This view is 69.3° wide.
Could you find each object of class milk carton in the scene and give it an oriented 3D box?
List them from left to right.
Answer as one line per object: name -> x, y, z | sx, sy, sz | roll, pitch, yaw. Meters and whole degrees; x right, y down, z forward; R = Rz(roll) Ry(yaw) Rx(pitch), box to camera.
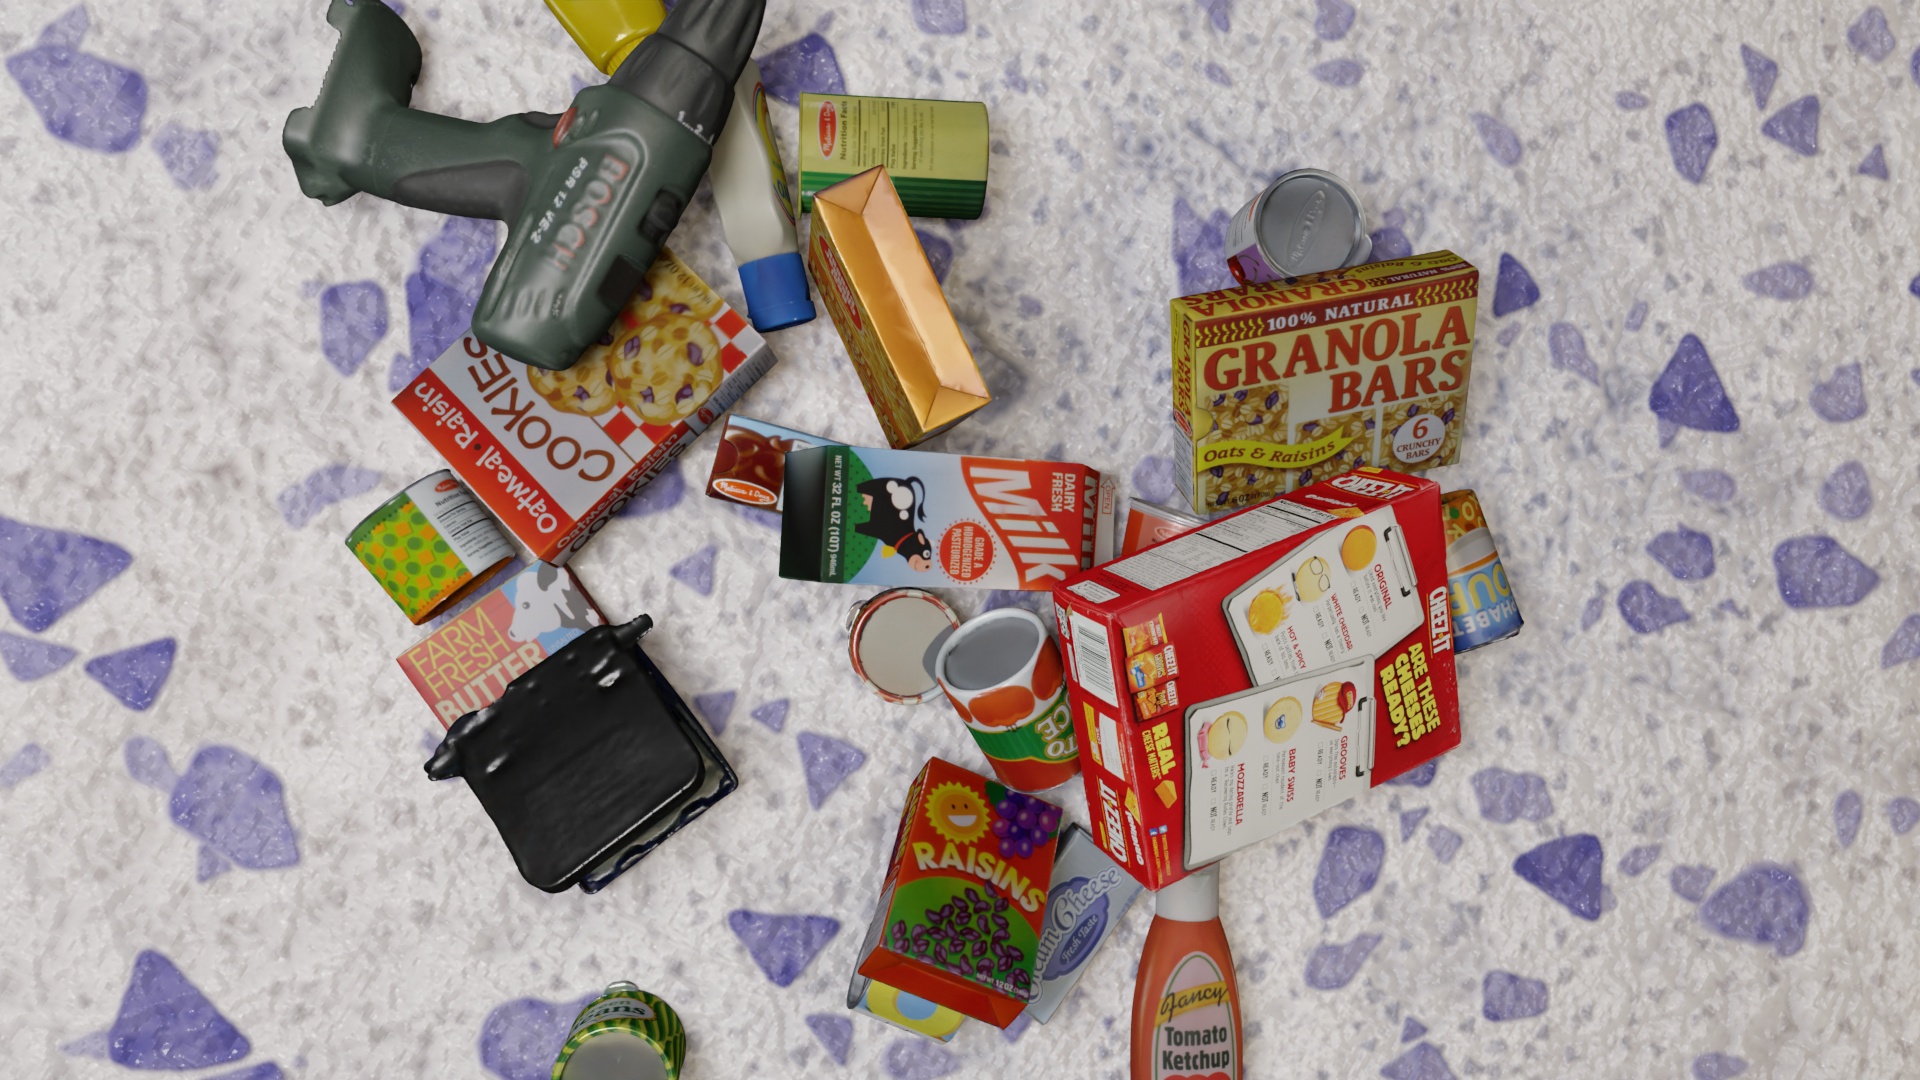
milk carton -> 0.003, -0.010, 0.762 | 0.191, 0.073, 0.072 | 4, 89, -25

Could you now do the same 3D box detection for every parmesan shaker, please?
parmesan shaker -> -0.039, -0.212, 0.778 | 0.103, 0.071, 0.071 | 1, 89, -7

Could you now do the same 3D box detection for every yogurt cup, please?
yogurt cup -> 0.122, 0.011, 0.796 | 0.072, 0.072, 0.054 | 17, 96, -6

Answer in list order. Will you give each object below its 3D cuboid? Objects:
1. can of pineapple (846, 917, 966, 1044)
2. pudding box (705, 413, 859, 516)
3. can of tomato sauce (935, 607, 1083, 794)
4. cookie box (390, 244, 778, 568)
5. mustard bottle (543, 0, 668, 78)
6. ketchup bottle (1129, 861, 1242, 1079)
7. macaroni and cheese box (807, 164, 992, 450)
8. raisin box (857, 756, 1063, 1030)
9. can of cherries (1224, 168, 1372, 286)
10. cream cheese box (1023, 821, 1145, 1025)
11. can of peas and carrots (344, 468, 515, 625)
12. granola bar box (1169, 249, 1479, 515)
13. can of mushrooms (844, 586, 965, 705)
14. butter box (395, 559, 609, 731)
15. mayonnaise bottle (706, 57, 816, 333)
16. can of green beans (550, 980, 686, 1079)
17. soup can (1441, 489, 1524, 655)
can of pineapple -> -0.024, 0.237, 0.772 | 0.058, 0.071, 0.071 | 24, 87, -7
pudding box -> -0.097, -0.038, 0.786 | 0.084, 0.030, 0.049 | 14, 89, -6
can of tomato sauce -> 0.034, 0.087, 0.764 | 0.071, 0.071, 0.082 | -34, 124, -6
cookie box -> -0.204, -0.086, 0.758 | 0.167, 0.040, 0.123 | -45, 80, -5
mustard bottle -> -0.197, -0.303, 0.769 | 0.065, 0.049, 0.160 | -31, 93, -3
ketchup bottle -> 0.130, 0.253, 0.802 | 0.065, 0.043, 0.148 | 1, 89, -9
macaroni and cheese box -> -0.036, -0.112, 0.726 | 0.040, 0.166, 0.123 | -25, 93, -6
raisin box -> 0.003, 0.189, 0.755 | 0.086, 0.039, 0.124 | 22, 45, -6
can of cherries -> 0.196, -0.175, 0.809 | 0.071, 0.058, 0.071 | 0, 88, -7
cream cheese box -> 0.057, 0.221, 0.803 | 0.053, 0.024, 0.104 | 38, 85, -4
can of peas and carrots -> -0.285, 0.005, 0.747 | 0.071, 0.071, 0.058 | -39, 94, -6
granola bar box -> 0.205, -0.089, 0.789 | 0.166, 0.039, 0.123 | -11, 123, -7
can of mushrooms -> -0.033, 0.059, 0.791 | 0.071, 0.033, 0.071 | 0, 90, -7
butter box -> -0.253, 0.055, 0.769 | 0.103, 0.024, 0.053 | -36, 93, -6
mayonnaise bottle -> -0.115, -0.191, 0.772 | 0.041, 0.065, 0.148 | -14, 95, 6
can of green beans -> -0.185, 0.286, 0.757 | 0.071, 0.058, 0.071 | 0, 89, -7
soup can -> 0.283, 0.019, 0.810 | 0.071, 0.071, 0.083 | -21, 92, -6
